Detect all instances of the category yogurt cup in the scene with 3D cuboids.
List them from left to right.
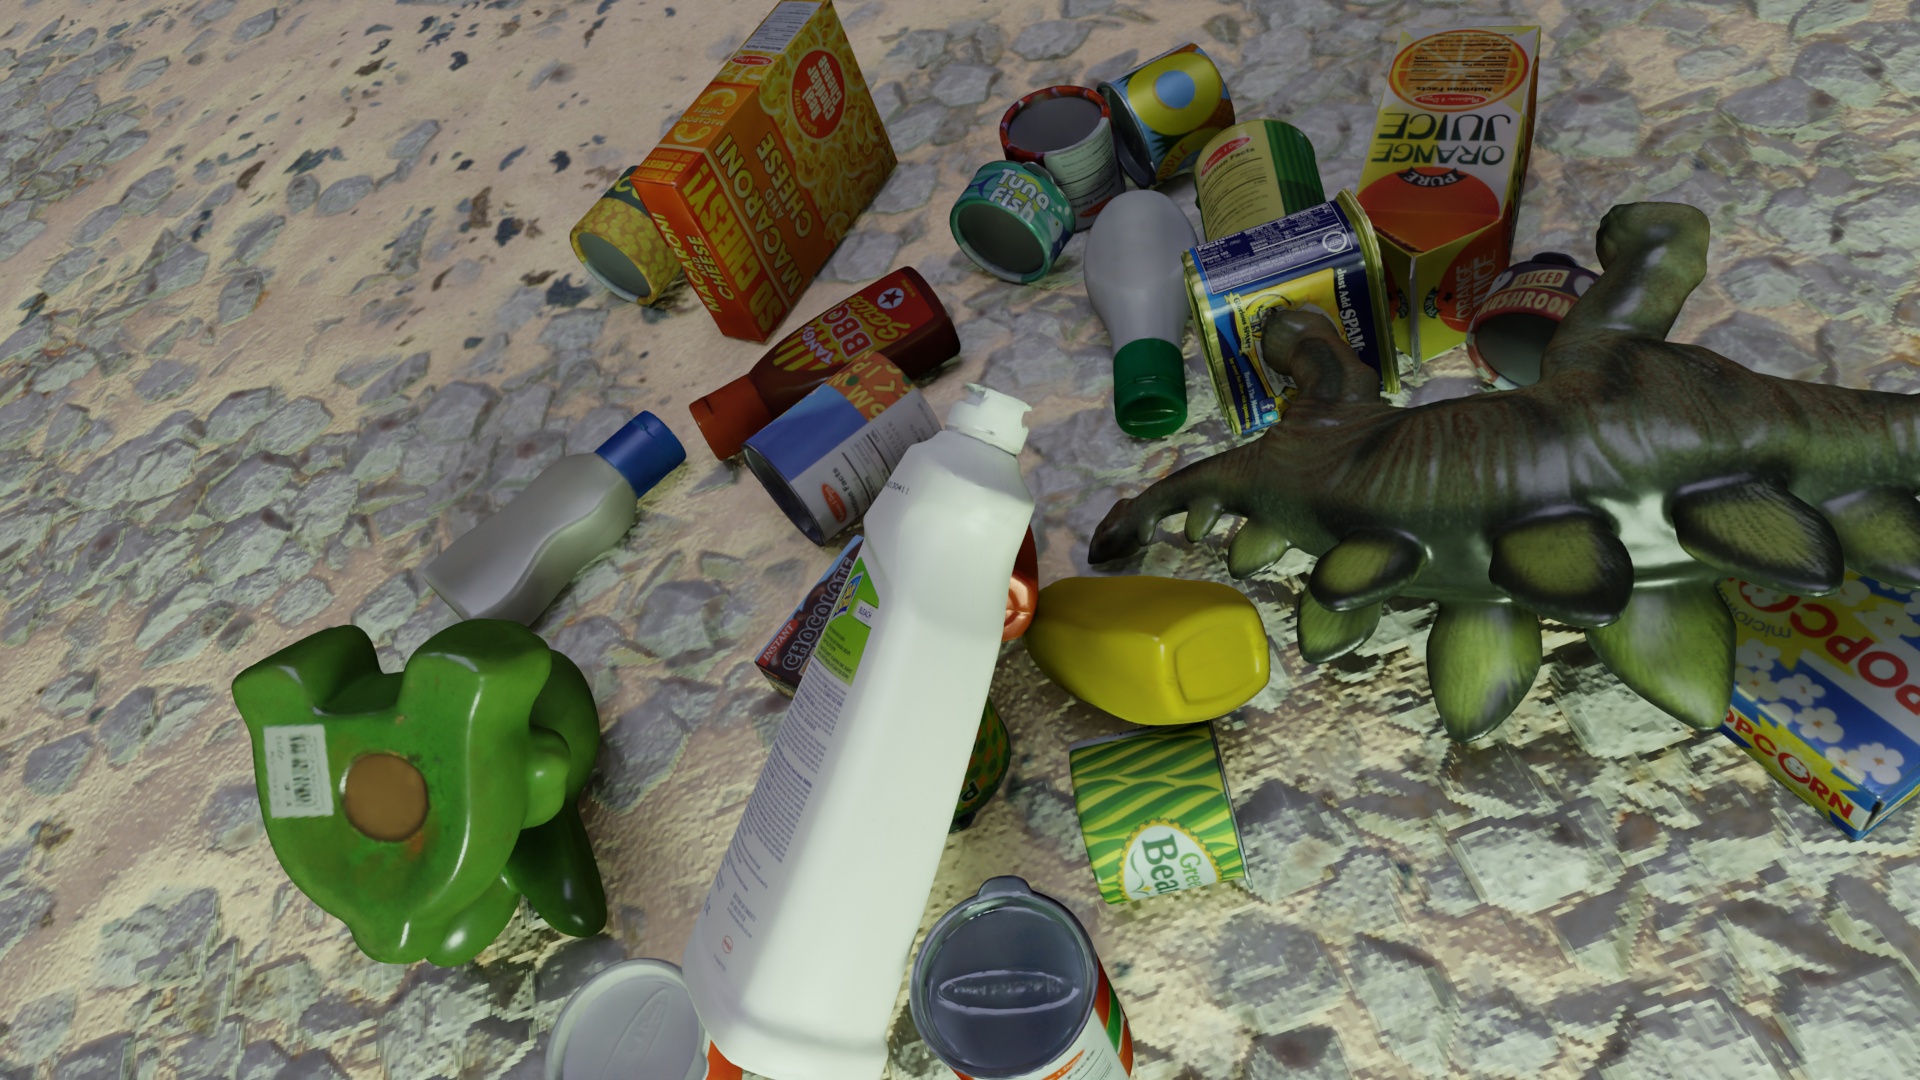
[{"bbox_3d":[-0.121,0.206,0.548,0.072,0.053,0.073,-9,51,12],"label":"yogurt cup"}]

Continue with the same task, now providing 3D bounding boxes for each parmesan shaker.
[{"bbox_3d":[0.161,-0.162,0.735,0.071,0.071,0.103,-10,52,11],"label":"parmesan shaker"}]

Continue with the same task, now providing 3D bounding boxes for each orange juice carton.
[{"bbox_3d":[0.246,-0.176,0.711,0.073,0.071,0.193,8,56,23],"label":"orange juice carton"}]

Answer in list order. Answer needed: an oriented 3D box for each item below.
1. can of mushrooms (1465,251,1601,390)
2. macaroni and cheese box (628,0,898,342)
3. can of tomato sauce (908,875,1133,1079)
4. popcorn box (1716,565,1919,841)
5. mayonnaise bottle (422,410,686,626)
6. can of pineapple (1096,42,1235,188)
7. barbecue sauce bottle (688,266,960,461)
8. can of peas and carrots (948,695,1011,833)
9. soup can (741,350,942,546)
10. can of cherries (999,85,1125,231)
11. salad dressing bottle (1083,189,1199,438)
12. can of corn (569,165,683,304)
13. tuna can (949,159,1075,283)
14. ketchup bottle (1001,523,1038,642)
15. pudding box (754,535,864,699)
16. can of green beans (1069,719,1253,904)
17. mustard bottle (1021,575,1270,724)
[{"bbox_3d":[0.271,-0.097,0.642,0.071,0.070,0.033,22,65,31],"label":"can of mushrooms"},{"bbox_3d":[-0.112,-0.221,0.829,0.040,0.123,0.167,15,60,31],"label":"macaroni and cheese box"},{"bbox_3d":[0.024,0.173,0.507,0.071,0.082,0.071,-9,51,12],"label":"can of tomato sauce"},{"bbox_3d":[0.326,0.041,0.539,0.085,0.038,0.127,-33,50,-9],"label":"popcorn box"},{"bbox_3d":[-0.215,-0.011,0.756,0.065,0.041,0.148,34,68,33],"label":"mayonnaise bottle"},{"bbox_3d":[0.121,-0.247,0.812,0.058,0.070,0.071,-27,50,-3],"label":"can of pineapple"},{"bbox_3d":[-0.077,-0.095,0.773,0.149,0.043,0.065,-30,50,-5],"label":"barbecue sauce bottle"},{"bbox_3d":[-0.016,0.084,0.605,0.071,0.058,0.071,-9,51,12],"label":"can of peas and carrots"},{"bbox_3d":[-0.062,-0.050,0.718,0.084,0.071,0.071,-40,52,-14],"label":"soup can"},{"bbox_3d":[0.058,-0.226,0.819,0.071,0.058,0.072,-9,52,12],"label":"can of cherries"},{"bbox_3d":[0.098,-0.121,0.737,0.064,0.043,0.148,-6,53,12],"label":"salad dressing bottle"},{"bbox_3d":[-0.201,-0.192,0.871,0.071,0.071,0.058,20,63,30],"label":"can of corn"},{"bbox_3d":[0.030,-0.181,0.787,0.071,0.070,0.033,18,63,29],"label":"tuna can"},{"bbox_3d":[0.002,-0.008,0.646,0.065,0.043,0.149,11,27,-5],"label":"ketchup bottle"},{"bbox_3d":[-0.052,0.042,0.667,0.050,0.030,0.084,24,64,32],"label":"pudding box"},{"bbox_3d":[0.079,0.106,0.552,0.058,0.071,0.071,-14,51,8],"label":"can of green beans"},{"bbox_3d":[0.065,0.041,0.593,0.065,0.048,0.160,-17,9,-21],"label":"mustard bottle"}]
